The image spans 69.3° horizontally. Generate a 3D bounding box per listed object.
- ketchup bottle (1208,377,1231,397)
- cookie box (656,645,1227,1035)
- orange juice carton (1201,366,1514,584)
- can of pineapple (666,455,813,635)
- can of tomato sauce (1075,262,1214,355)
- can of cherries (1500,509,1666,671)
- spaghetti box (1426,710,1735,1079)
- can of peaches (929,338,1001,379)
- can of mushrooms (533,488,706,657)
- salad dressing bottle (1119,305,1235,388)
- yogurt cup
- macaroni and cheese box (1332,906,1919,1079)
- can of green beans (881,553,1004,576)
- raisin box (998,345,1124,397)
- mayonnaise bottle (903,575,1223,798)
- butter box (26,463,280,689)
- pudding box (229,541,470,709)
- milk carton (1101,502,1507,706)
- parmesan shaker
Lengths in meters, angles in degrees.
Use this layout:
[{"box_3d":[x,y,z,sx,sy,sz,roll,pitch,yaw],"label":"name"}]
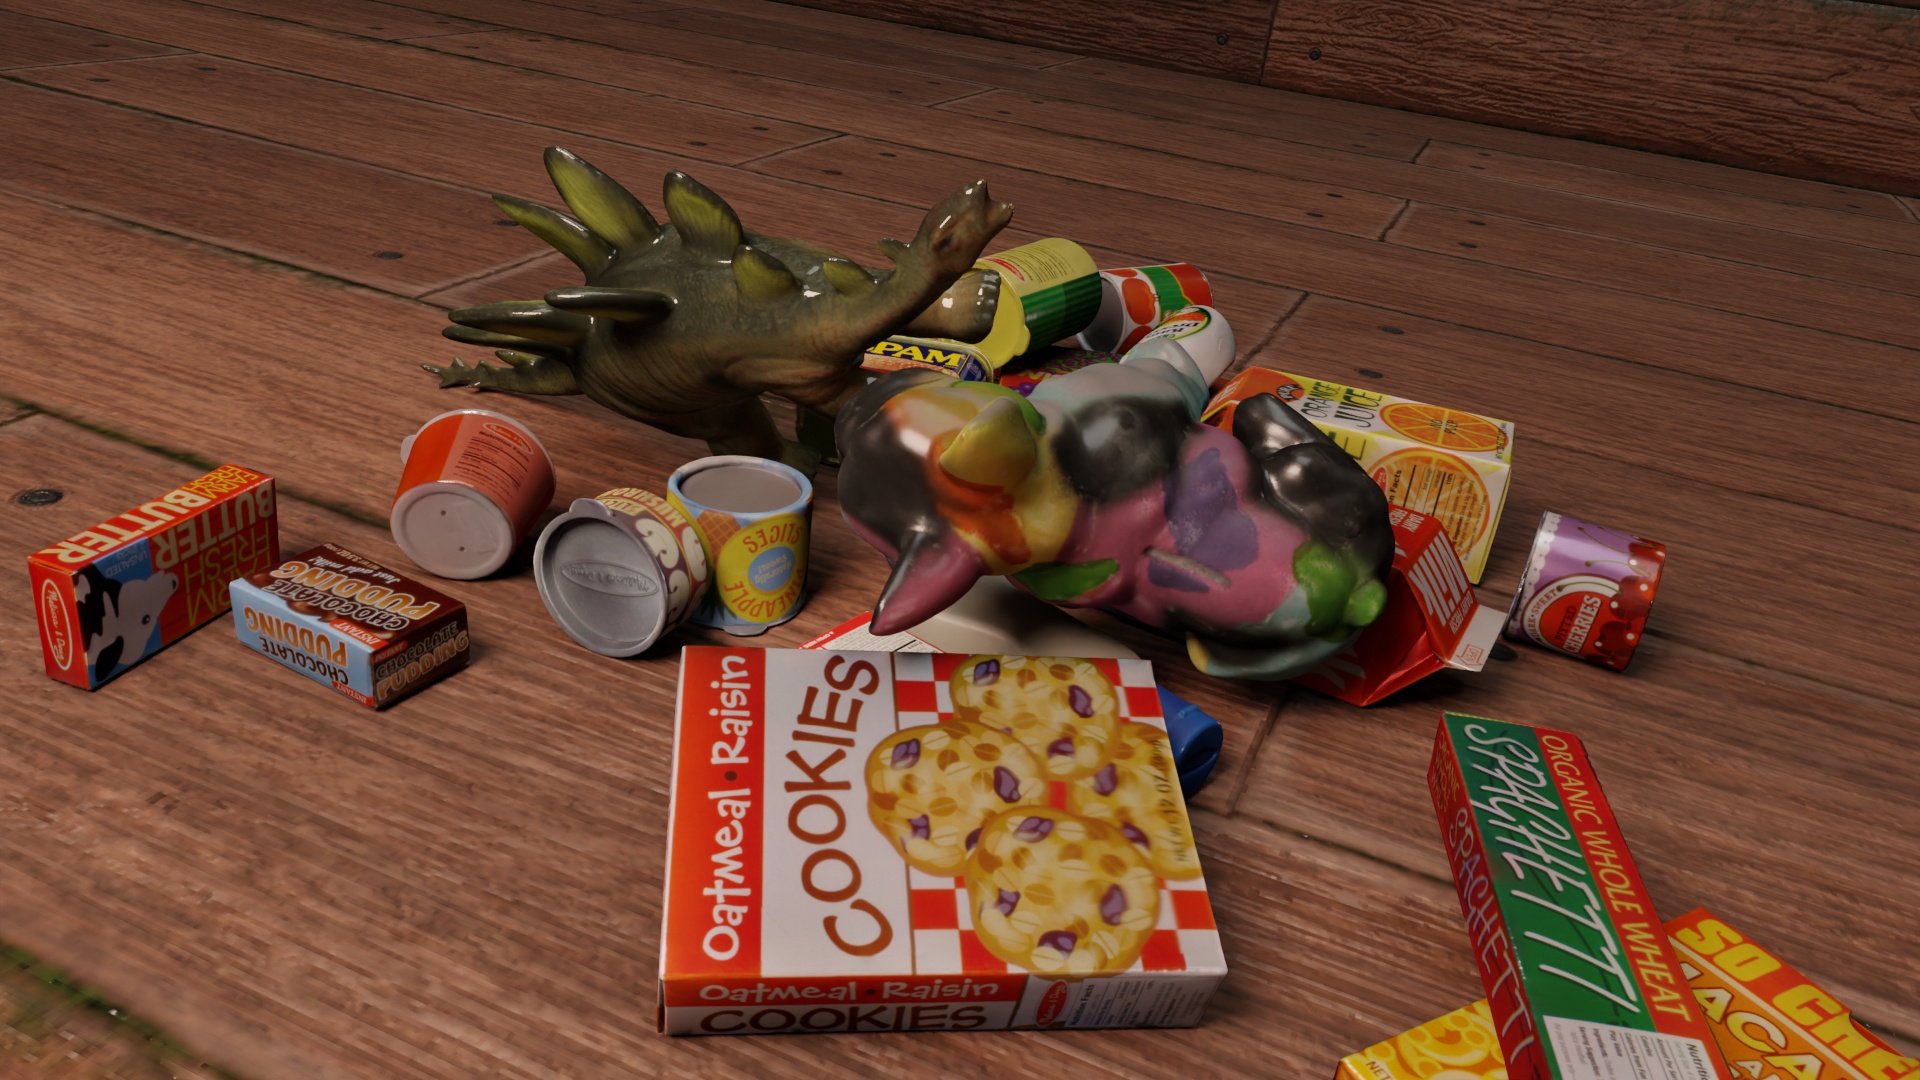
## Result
[{"box_3d":[0.187,-0.071,0.864,0.149,0.043,0.065,19,30,22],"label":"ketchup bottle"},{"box_3d":[-0.011,0.095,0.454,0.168,0.040,0.123,2,44,-10],"label":"cookie box"},{"box_3d":[0.205,-0.044,0.784,0.193,0.072,0.072,15,27,17],"label":"orange juice carton"},{"box_3d":[-0.100,0.001,0.633,0.071,0.057,0.071,6,26,-3],"label":"can of pineapple"},{"box_3d":[0.134,-0.167,1.019,0.083,0.070,0.071,-11,32,-31],"label":"can of tomato sauce"},{"box_3d":[0.303,0.026,0.678,0.058,0.071,0.072,19,29,20],"label":"can of cherries"},{"box_3d":[0.177,0.127,0.391,0.050,0.028,0.251,9,26,5],"label":"spaghetti box"},{"box_3d":[0.014,-0.149,0.960,0.071,0.057,0.071,6,26,-3],"label":"can of peaches"},{"box_3d":[-0.143,0.011,0.588,0.071,0.070,0.033,17,26,18],"label":"can of mushrooms"},{"box_3d":[0.113,-0.093,0.799,0.064,0.044,0.148,-13,18,35],"label":"salad dressing bottle"},{"box_3d":[-0.225,-0.019,0.636,0.072,0.072,0.054,5,34,-5],"label":"yogurt cup"},{"box_3d":[0.204,0.174,0.384,0.167,0.040,0.124,-9,31,-29],"label":"macaroni and cheese box"},{"box_3d":[0.004,-0.008,0.667,0.071,0.071,0.058,17,27,20],"label":"can of green beans"},{"box_3d":[0.065,-0.084,0.866,0.086,0.040,0.124,9,27,1],"label":"raisin box"},{"box_3d":[0.039,0.056,0.579,0.148,0.041,0.065,30,28,35],"label":"mayonnaise bottle"},{"box_3d":[-0.321,0.012,0.561,0.024,0.053,0.104,15,27,12],"label":"butter box"},{"box_3d":[-0.247,0.034,0.562,0.084,0.030,0.050,20,30,24],"label":"pudding box"},{"box_3d":[0.154,0.015,0.652,0.191,0.073,0.073,20,28,24],"label":"milk carton"},{"box_3d":[0.039,-0.148,0.870,0.071,0.071,0.103,22,29,27],"label":"parmesan shaker"}]
